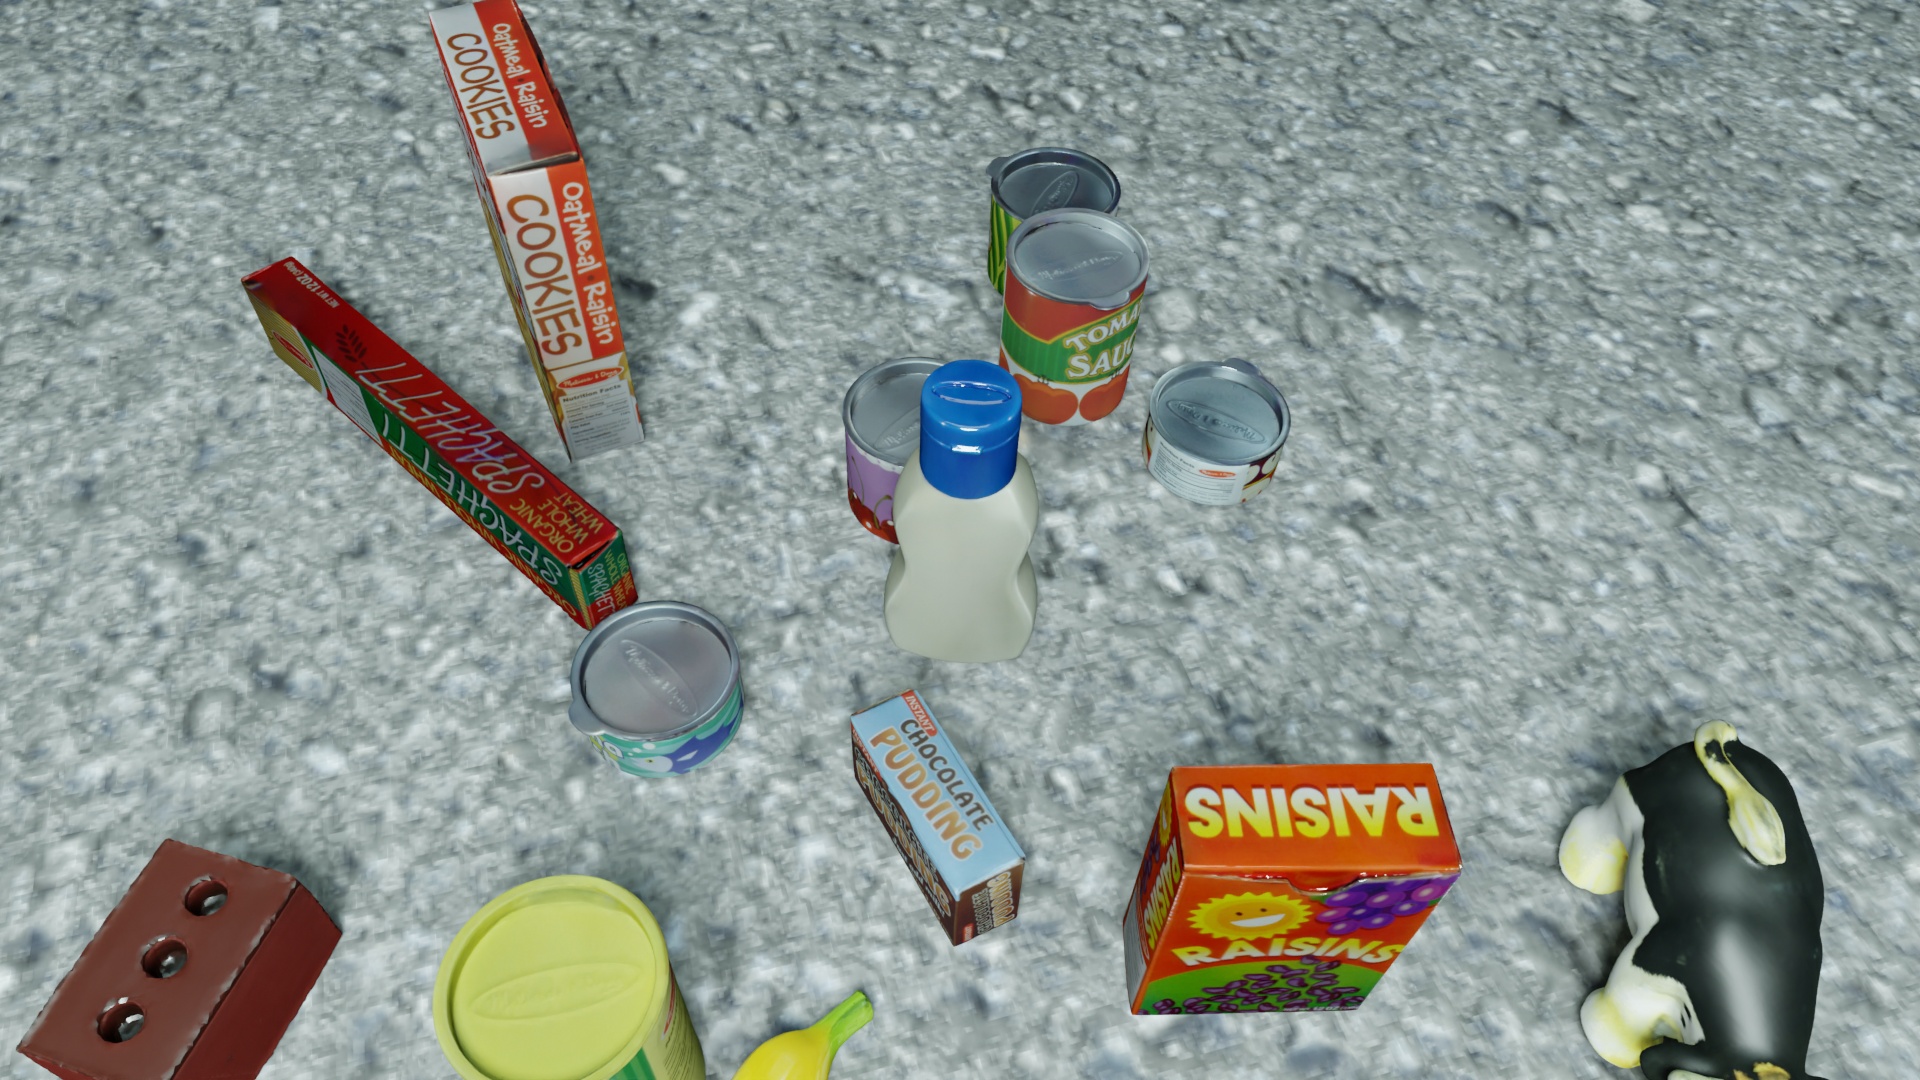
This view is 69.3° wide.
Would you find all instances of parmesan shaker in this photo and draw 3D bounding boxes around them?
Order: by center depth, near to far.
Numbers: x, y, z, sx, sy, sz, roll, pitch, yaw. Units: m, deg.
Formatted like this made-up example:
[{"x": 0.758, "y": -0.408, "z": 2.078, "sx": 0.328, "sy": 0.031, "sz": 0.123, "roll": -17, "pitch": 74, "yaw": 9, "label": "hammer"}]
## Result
[{"x": -0.119, "y": 0.160, "z": 0.436, "sx": 0.071, "sy": 0.102, "sz": 0.072, "roll": 1, "pitch": 52, "yaw": -2, "label": "parmesan shaker"}]

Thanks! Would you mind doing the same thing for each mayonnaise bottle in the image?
[{"x": 0.002, "y": -0.007, "z": 0.545, "sx": 0.065, "sy": 0.147, "sz": 0.041, "roll": 5, "pitch": 52, "yaw": 1, "label": "mayonnaise bottle"}]

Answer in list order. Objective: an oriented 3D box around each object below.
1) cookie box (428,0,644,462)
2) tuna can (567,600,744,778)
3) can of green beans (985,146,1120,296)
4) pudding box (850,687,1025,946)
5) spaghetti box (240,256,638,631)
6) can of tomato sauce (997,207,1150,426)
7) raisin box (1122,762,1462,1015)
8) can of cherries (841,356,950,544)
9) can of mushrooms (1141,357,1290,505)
[{"x": -0.188, "y": -0.137, "z": 0.626, "sx": 0.040, "sy": 0.166, "sz": 0.123, "roll": -18, "pitch": 55, "yaw": -16, "label": "cookie box"}, {"x": -0.123, "y": 0.061, "z": 0.558, "sx": 0.071, "sy": 0.032, "sz": 0.071, "roll": 1, "pitch": 52, "yaw": -2, "label": "tuna can"}, {"x": 0.048, "y": -0.162, "z": 0.727, "sx": 0.071, "sy": 0.057, "sz": 0.071, "roll": 1, "pitch": 52, "yaw": -2, "label": "can of green beans"}, {"x": -0.009, "y": 0.103, "z": 0.520, "sx": 0.030, "sy": 0.049, "sz": 0.084, "roll": -23, "pitch": 56, "yaw": -19, "label": "pudding box"}, {"x": -0.238, "y": -0.047, "z": 0.627, "sx": 0.250, "sy": 0.050, "sz": 0.029, "roll": 36, "pitch": 59, "yaw": 23, "label": "spaghetti box"}, {"x": 0.054, "y": -0.105, "z": 0.666, "sx": 0.071, "sy": 0.082, "sz": 0.071, "roll": 1, "pitch": 52, "yaw": -2, "label": "can of tomato sauce"}, {"x": 0.104, "y": 0.120, "z": 0.465, "sx": 0.086, "sy": 0.122, "sz": 0.040, "roll": 0, "pitch": 52, "yaw": -2, "label": "raisin box"}, {"x": -0.018, "y": -0.038, "z": 0.625, "sx": 0.071, "sy": 0.058, "sz": 0.072, "roll": 1, "pitch": 52, "yaw": -2, "label": "can of cherries"}, {"x": 0.121, "y": -0.052, "z": 0.659, "sx": 0.071, "sy": 0.033, "sz": 0.071, "roll": 1, "pitch": 52, "yaw": -2, "label": "can of mushrooms"}]
